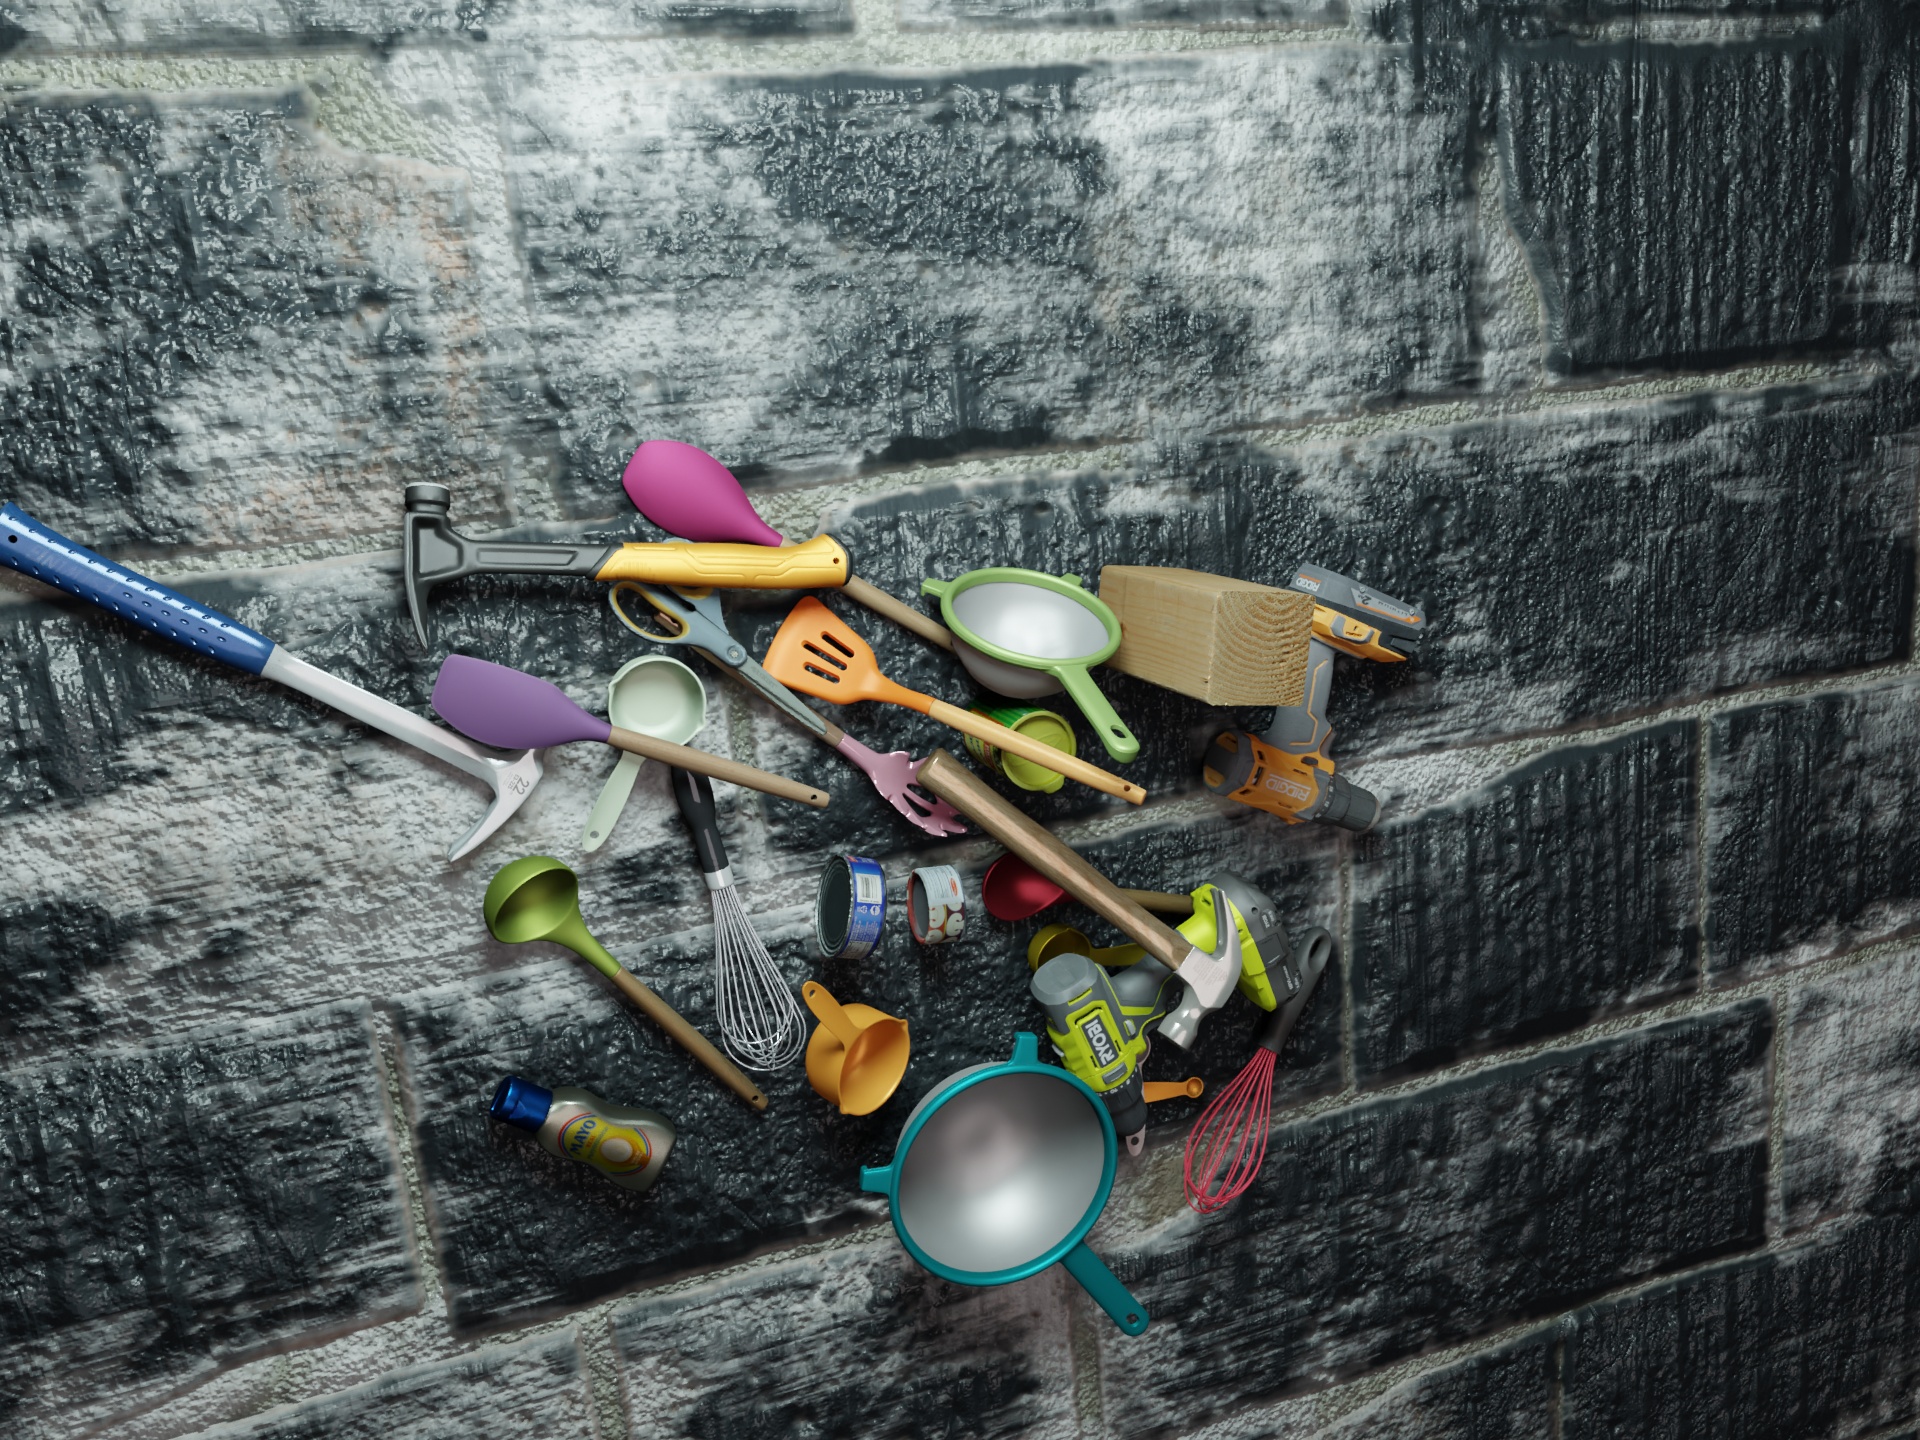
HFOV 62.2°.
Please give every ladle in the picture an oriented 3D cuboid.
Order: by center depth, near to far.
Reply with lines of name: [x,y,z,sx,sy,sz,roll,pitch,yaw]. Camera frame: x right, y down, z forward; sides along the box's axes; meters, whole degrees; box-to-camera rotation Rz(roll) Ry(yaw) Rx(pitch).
ladle: [-0.261,0.225,1.291,0.078,0.062,0.320,-44,115,-7]
ladle: [0.156,0.162,1.453,0.315,0.031,0.069,10,102,-24]

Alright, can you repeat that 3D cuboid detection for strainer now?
strainer: [0.073,-0.031,1.280,0.151,0.257,0.069,-4,129,-25]
strainer: [0.061,0.431,1.437,0.211,0.095,0.340,-40,114,-6]

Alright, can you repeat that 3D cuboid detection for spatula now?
spatula: [-0.249,0.021,1.231,0.315,0.018,0.060,18,91,-21]
spatula: [-0.002,-0.004,1.268,0.323,0.041,0.081,23,71,15]

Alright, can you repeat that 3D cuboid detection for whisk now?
whisk: [-0.189,0.158,1.307,0.070,0.070,0.284,-18,102,-17]
whisk: [0.288,0.333,1.525,0.073,0.073,0.296,28,83,-24]

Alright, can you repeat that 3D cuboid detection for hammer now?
hammer: [-0.496,-0.034,1.157,0.405,0.035,0.144,29,89,-24]
hammer: [-0.246,-0.113,1.213,0.336,0.034,0.127,-1,81,-19]
hammer: [0.102,0.133,1.346,0.331,0.031,0.130,38,81,-9]

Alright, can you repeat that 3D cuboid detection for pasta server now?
pasta server: [-0.117,0.000,1.308,0.316,0.040,0.060,37,65,-22]

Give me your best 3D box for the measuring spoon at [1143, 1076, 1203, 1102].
measuring spoon: [0.176,0.352,1.510,0.117,0.011,0.021,-1,92,-17]

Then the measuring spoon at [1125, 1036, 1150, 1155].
measuring spoon: [0.160,0.348,1.494,0.034,0.018,0.124,-5,99,-19]

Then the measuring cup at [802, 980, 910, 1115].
measuring cup: [-0.107,0.259,1.328,0.095,0.052,0.173,-53,137,-23]

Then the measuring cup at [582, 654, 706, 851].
measuring cup: [-0.262,0.025,1.260,0.083,0.038,0.167,25,96,-22]

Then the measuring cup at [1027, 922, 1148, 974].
measuring cup: [0.130,0.210,1.456,0.156,0.029,0.062,0,107,-30]

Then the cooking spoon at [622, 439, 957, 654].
cooking spoon: [-0.125,-0.131,1.288,0.318,0.017,0.069,29,91,-23]

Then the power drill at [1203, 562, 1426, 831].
power drill: [0.343,-0.010,1.462,0.185,0.084,0.226,20,98,-24]

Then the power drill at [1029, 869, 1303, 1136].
power drill: [0.190,0.257,1.440,0.228,0.080,0.190,-31,117,-11]
